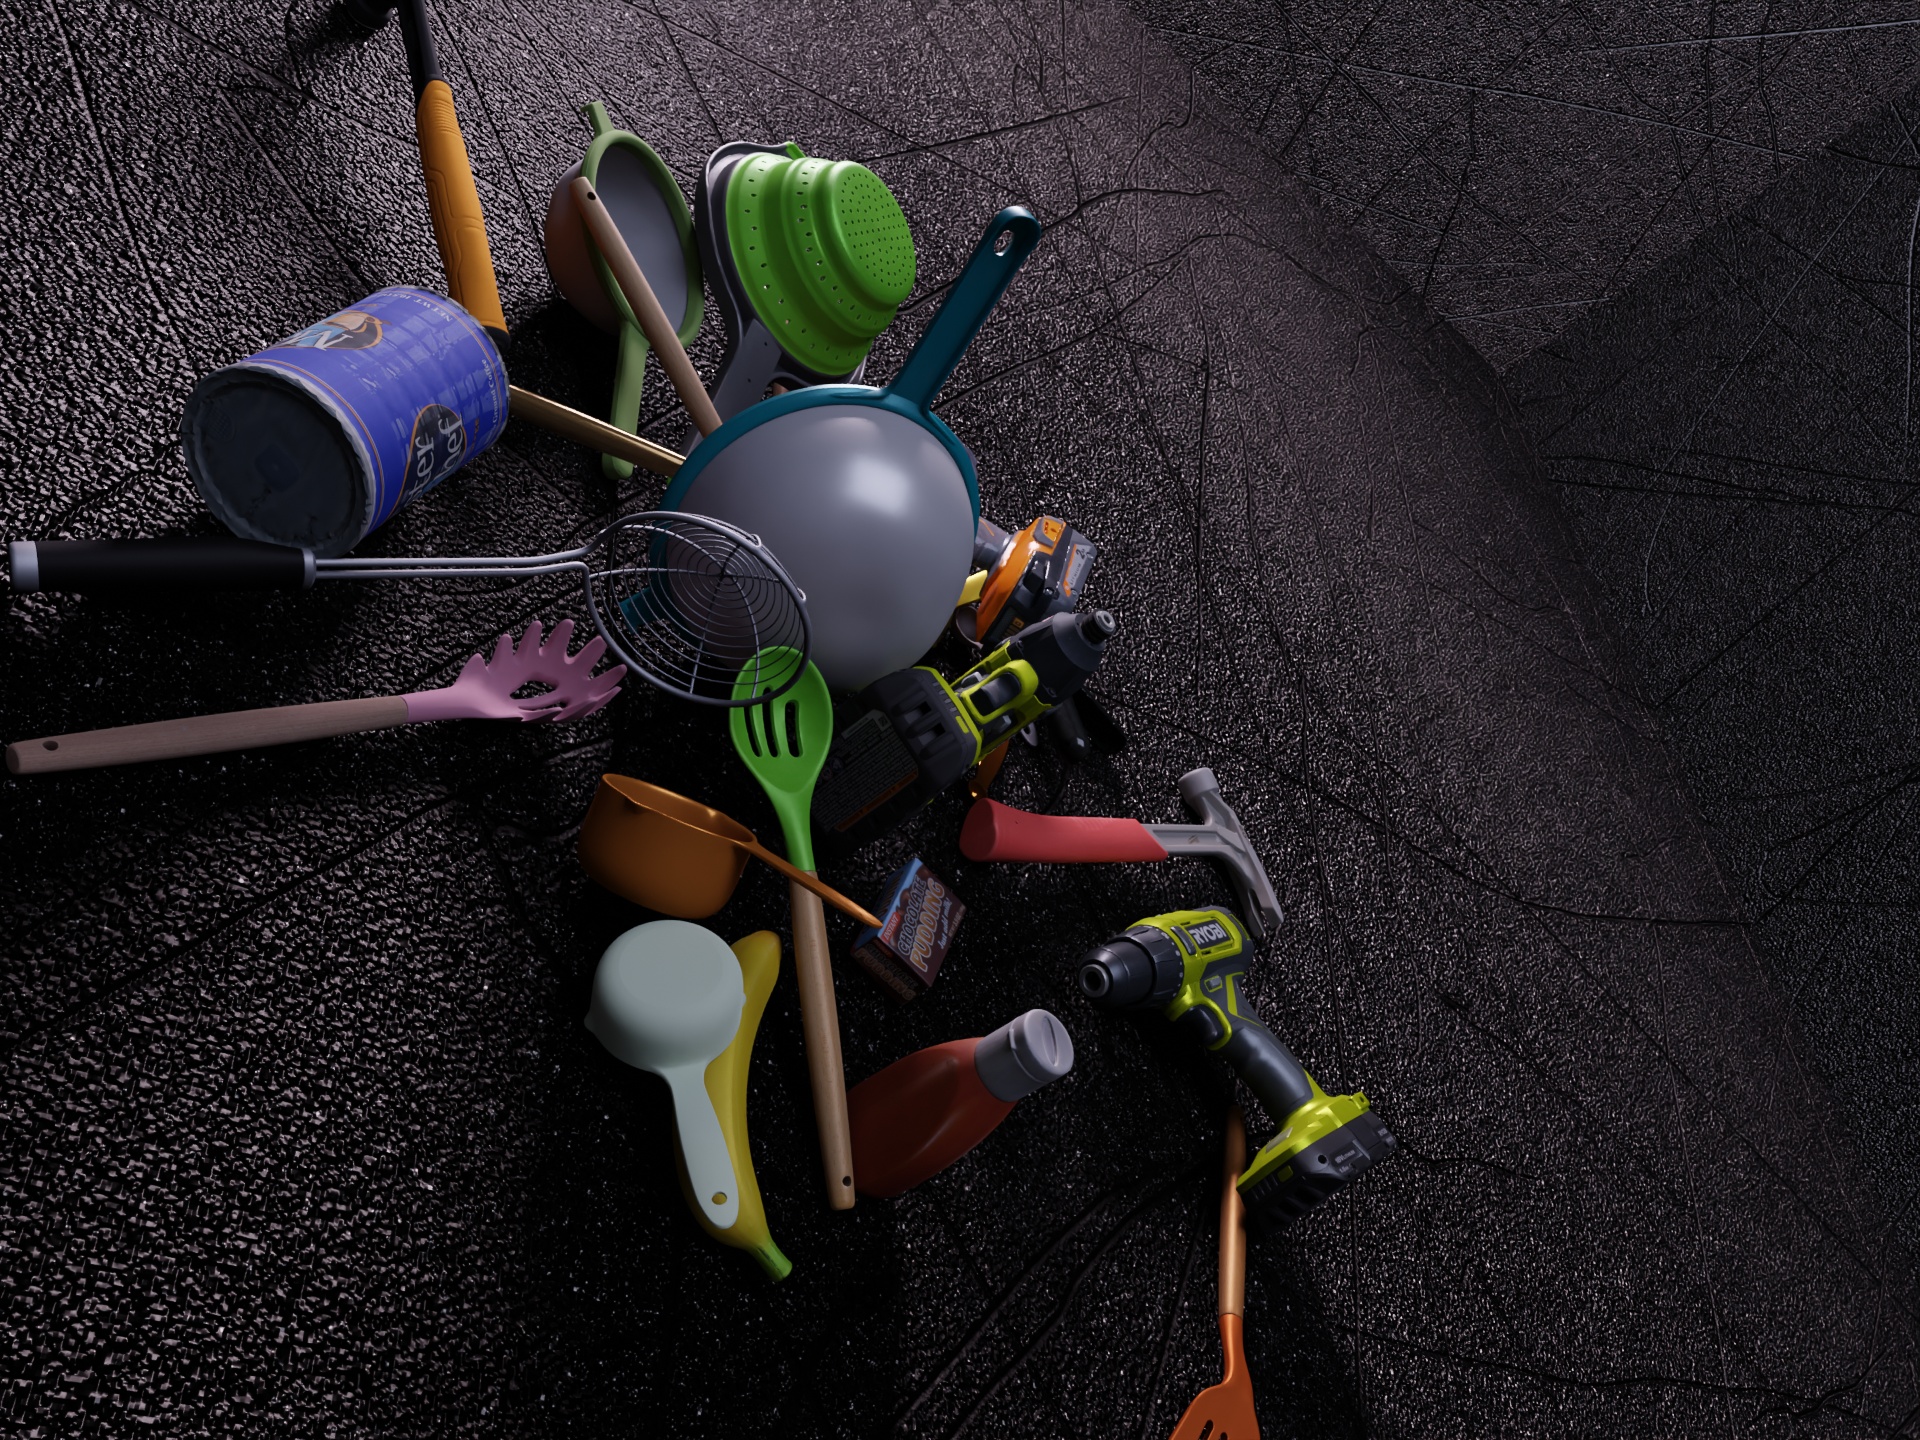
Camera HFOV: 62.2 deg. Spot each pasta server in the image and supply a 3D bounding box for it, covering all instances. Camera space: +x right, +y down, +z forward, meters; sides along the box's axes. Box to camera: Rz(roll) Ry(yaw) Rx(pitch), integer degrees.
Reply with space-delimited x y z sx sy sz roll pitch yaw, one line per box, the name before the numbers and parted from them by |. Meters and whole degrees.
pasta server | -0.293 -0.007 0.774 0.060 0.040 0.316 51 31 18

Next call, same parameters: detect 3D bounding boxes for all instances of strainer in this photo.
strainer | -0.243 -0.275 1.083 0.151 0.069 0.256 43 44 -60
strainer | -0.040 -0.134 0.929 0.210 0.340 0.095 16 32 -35

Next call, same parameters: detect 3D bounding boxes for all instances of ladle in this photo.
ladle | -0.175 -0.200 1.036 0.078 0.062 0.320 -33 98 -35
ladle | -0.195 -0.166 0.983 0.315 0.031 0.069 21 84 -15

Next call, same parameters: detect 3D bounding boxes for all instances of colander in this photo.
colander | -0.116 -0.293 1.155 0.204 0.094 0.397 50 40 -36

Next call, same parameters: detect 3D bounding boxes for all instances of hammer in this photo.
hammer | 0.127 0.101 1.225 0.358 0.036 0.149 6 56 -51
hammer | -0.331 -0.381 1.022 0.034 0.127 0.337 6 61 -49

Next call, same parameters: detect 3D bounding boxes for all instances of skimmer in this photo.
skimmer | -0.250 -0.052 0.773 0.363 0.127 0.090 -3 55 -33

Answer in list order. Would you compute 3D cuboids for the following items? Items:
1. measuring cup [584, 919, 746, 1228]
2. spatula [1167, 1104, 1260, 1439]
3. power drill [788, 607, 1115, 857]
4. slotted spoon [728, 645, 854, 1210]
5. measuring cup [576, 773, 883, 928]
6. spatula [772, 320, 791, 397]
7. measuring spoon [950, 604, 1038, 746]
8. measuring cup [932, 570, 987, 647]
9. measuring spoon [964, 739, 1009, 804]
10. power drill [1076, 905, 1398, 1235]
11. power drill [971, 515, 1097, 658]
measuring cup | -0.131 0.164 0.767 0.083 0.038 0.168 -6 43 -21
spatula | 0.169 0.374 1.035 0.081 0.041 0.323 44 29 -16
power drill | -0.002 -0.003 1.031 0.080 0.171 0.223 56 35 3
slotted spoon | -0.087 0.111 0.887 0.070 0.031 0.314 3 70 -38
measuring cup | -0.122 0.086 0.823 0.174 0.052 0.095 27 2 19
spatula | -0.139 -0.257 1.233 0.059 0.018 0.316 32 39 -30
measuring spoon | 0.025 -0.032 1.243 0.034 0.018 0.124 -29 91 -49
measuring cup | -0.001 -0.101 1.223 0.156 0.029 0.062 -28 73 -45
measuring spoon | 0.020 0.030 1.179 0.021 0.011 0.117 46 29 -14
power drill | 0.187 0.236 1.118 0.190 0.080 0.229 -1 50 -54
power drill | -0.024 -0.130 1.150 0.226 0.084 0.164 31 35 -3
